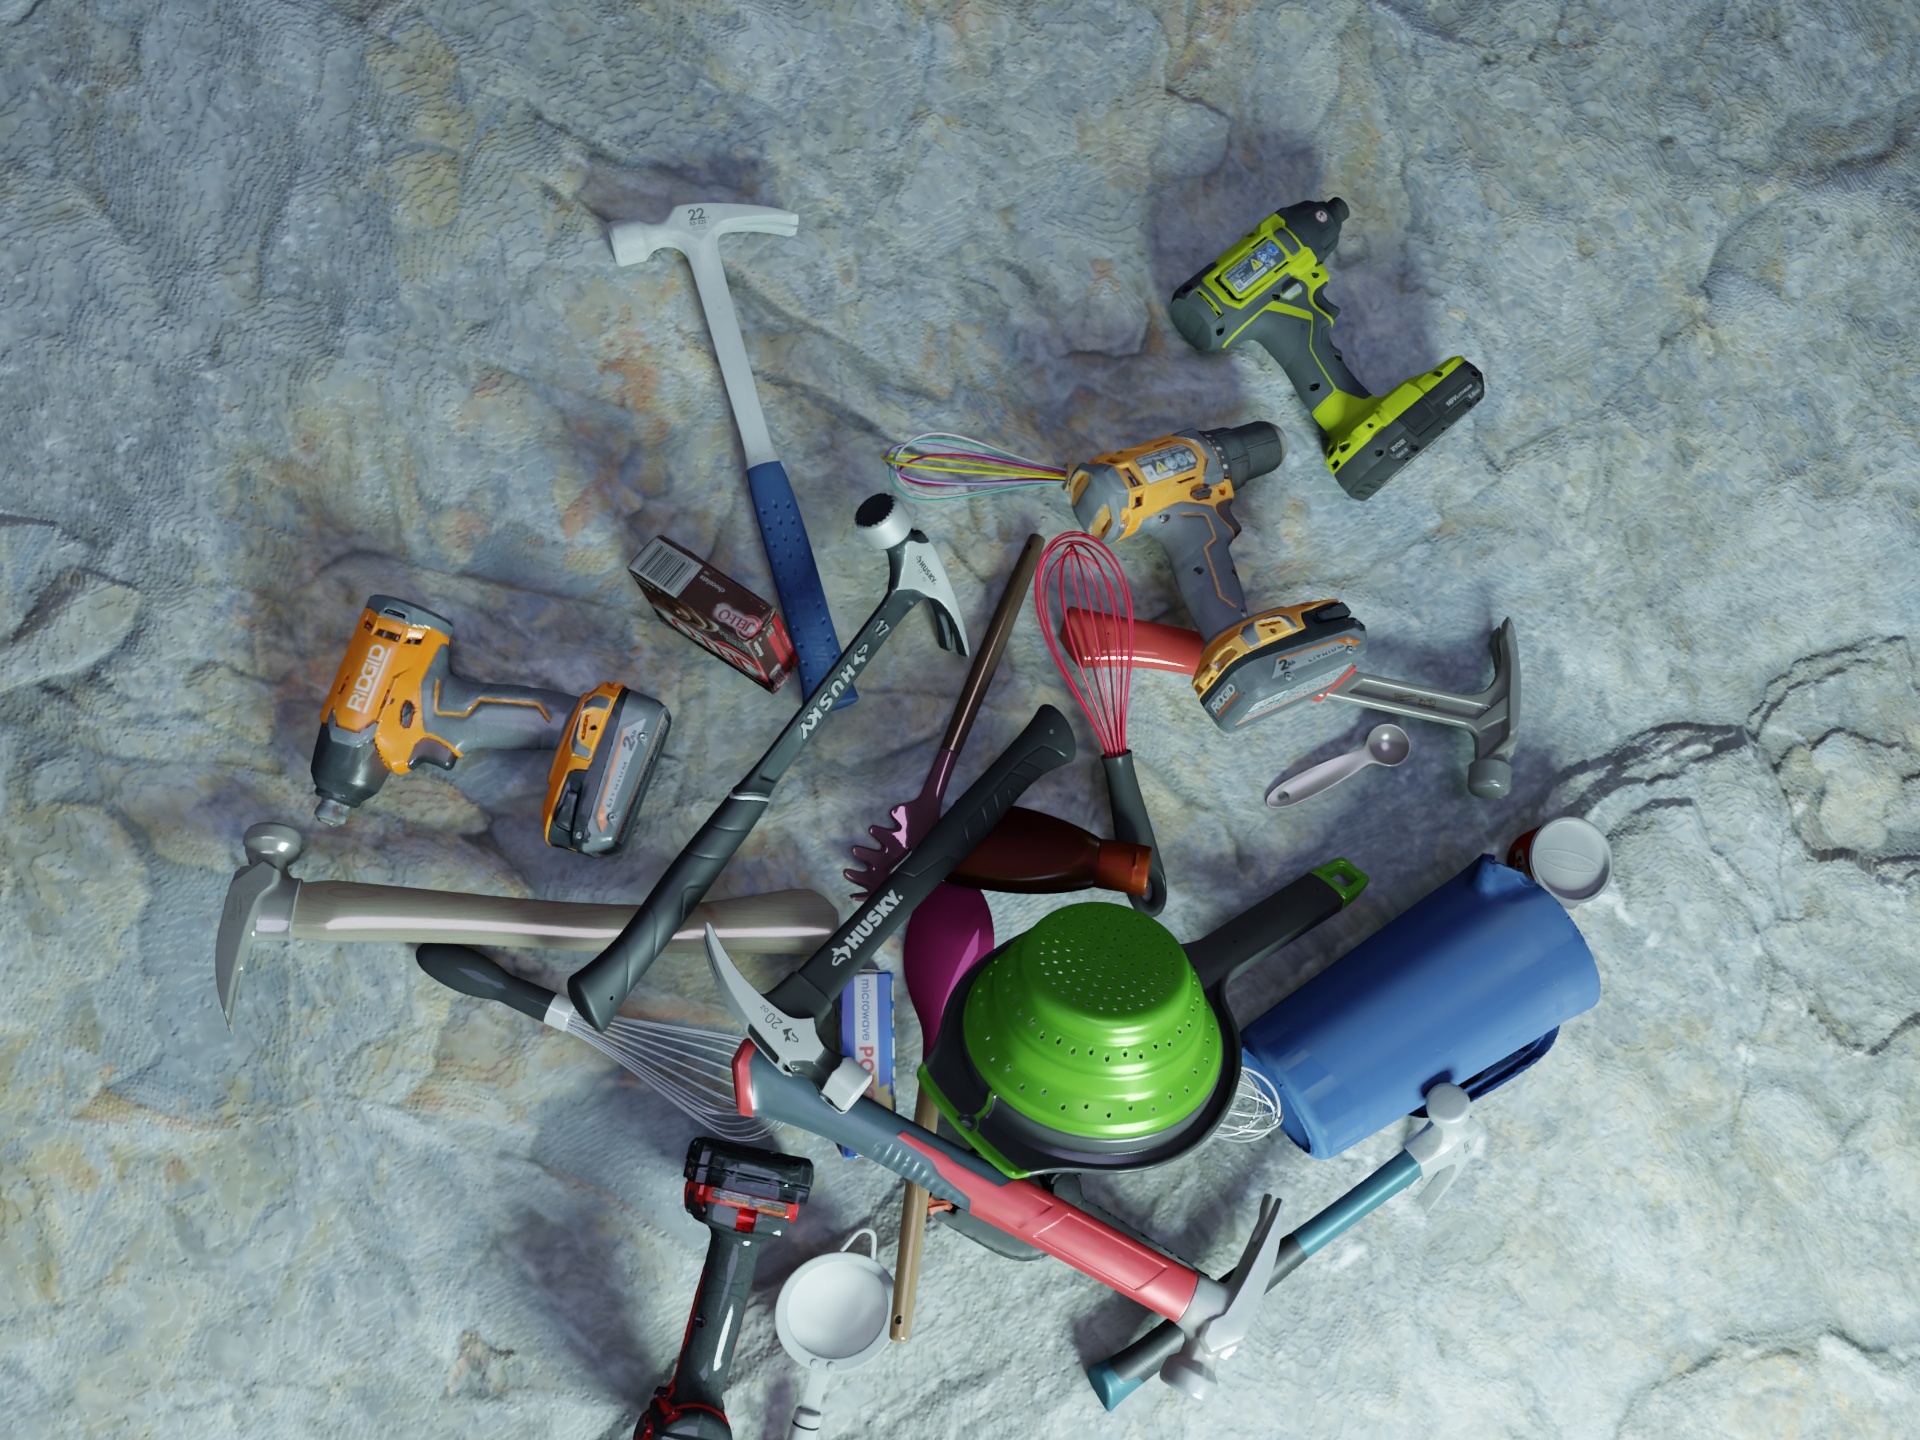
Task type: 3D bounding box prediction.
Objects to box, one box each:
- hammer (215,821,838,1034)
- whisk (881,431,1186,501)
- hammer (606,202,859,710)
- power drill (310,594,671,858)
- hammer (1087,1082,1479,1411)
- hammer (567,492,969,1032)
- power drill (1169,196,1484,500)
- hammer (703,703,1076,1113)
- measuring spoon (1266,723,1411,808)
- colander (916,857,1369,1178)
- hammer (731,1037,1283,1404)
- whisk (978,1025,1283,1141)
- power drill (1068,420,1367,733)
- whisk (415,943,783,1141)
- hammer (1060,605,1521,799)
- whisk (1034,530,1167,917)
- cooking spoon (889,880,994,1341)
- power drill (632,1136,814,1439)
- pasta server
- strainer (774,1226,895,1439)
[{"bbox_3d":[-0.289,0.148,1.097,0.410,0.038,0.146,4,52,-11],"label":"hammer"},{"bbox_3d":[0.060,-0.188,1.227,0.245,0.047,0.051,4,79,-11],"label":"whisk"},{"bbox_3d":[-0.146,-0.204,1.202,0.144,0.035,0.405,-15,83,-10],"label":"hammer"},{"bbox_3d":[-0.335,0.022,1.114,0.226,0.084,0.164,19,78,0],"label":"power drill"},{"bbox_3d":[0.229,0.380,1.129,0.331,0.128,0.033,-35,52,-4],"label":"hammer"},{"bbox_3d":[-0.133,0.039,1.105,0.036,0.149,0.409,21,69,41],"label":"hammer"},{"bbox_3d":[0.300,-0.303,1.266,0.171,0.080,0.223,-39,85,-12],"label":"power drill"},{"bbox_3d":[-0.030,0.100,1.095,0.146,0.035,0.335,39,59,9],"label":"hammer"},{"bbox_3d":[0.292,0.040,1.238,0.124,0.018,0.034,-25,74,-5],"label":"measuring spoon"},{"bbox_3d":[0.154,0.159,1.096,0.397,0.094,0.205,-25,48,-32],"label":"colander"},{"bbox_3d":[0.028,0.299,1.054,0.386,0.038,0.143,29,76,-5],"label":"hammer"},{"bbox_3d":[0.107,0.250,1.131,0.246,0.059,0.057,12,110,11],"label":"whisk"},{"bbox_3d":[0.209,-0.122,1.184,0.185,0.084,0.226,-22,71,-25],"label":"power drill"},{"bbox_3d":[-0.249,0.217,1.106,0.284,0.070,0.070,23,78,1],"label":"whisk"},{"bbox_3d":[0.256,-0.044,1.227,0.359,0.036,0.149,12,66,-3],"label":"hammer"},{"bbox_3d":[0.111,0.006,1.168,0.073,0.073,0.295,-15,100,-11],"label":"whisk"},{"bbox_3d":[-0.023,0.268,1.121,0.069,0.017,0.319,1,71,17],"label":"cooking spoon"},{"bbox_3d":[-0.164,0.393,1.050,0.078,0.143,0.220,15,72,-9],"label":"power drill"},{"bbox_3d":[-0.002,-0.004,1.188,0.060,0.040,0.316,12,72,37],"label":"pasta server"},{"bbox_3d":[-0.104,0.469,1.091,0.087,0.050,0.258,17,84,-12],"label":"strainer"}]
